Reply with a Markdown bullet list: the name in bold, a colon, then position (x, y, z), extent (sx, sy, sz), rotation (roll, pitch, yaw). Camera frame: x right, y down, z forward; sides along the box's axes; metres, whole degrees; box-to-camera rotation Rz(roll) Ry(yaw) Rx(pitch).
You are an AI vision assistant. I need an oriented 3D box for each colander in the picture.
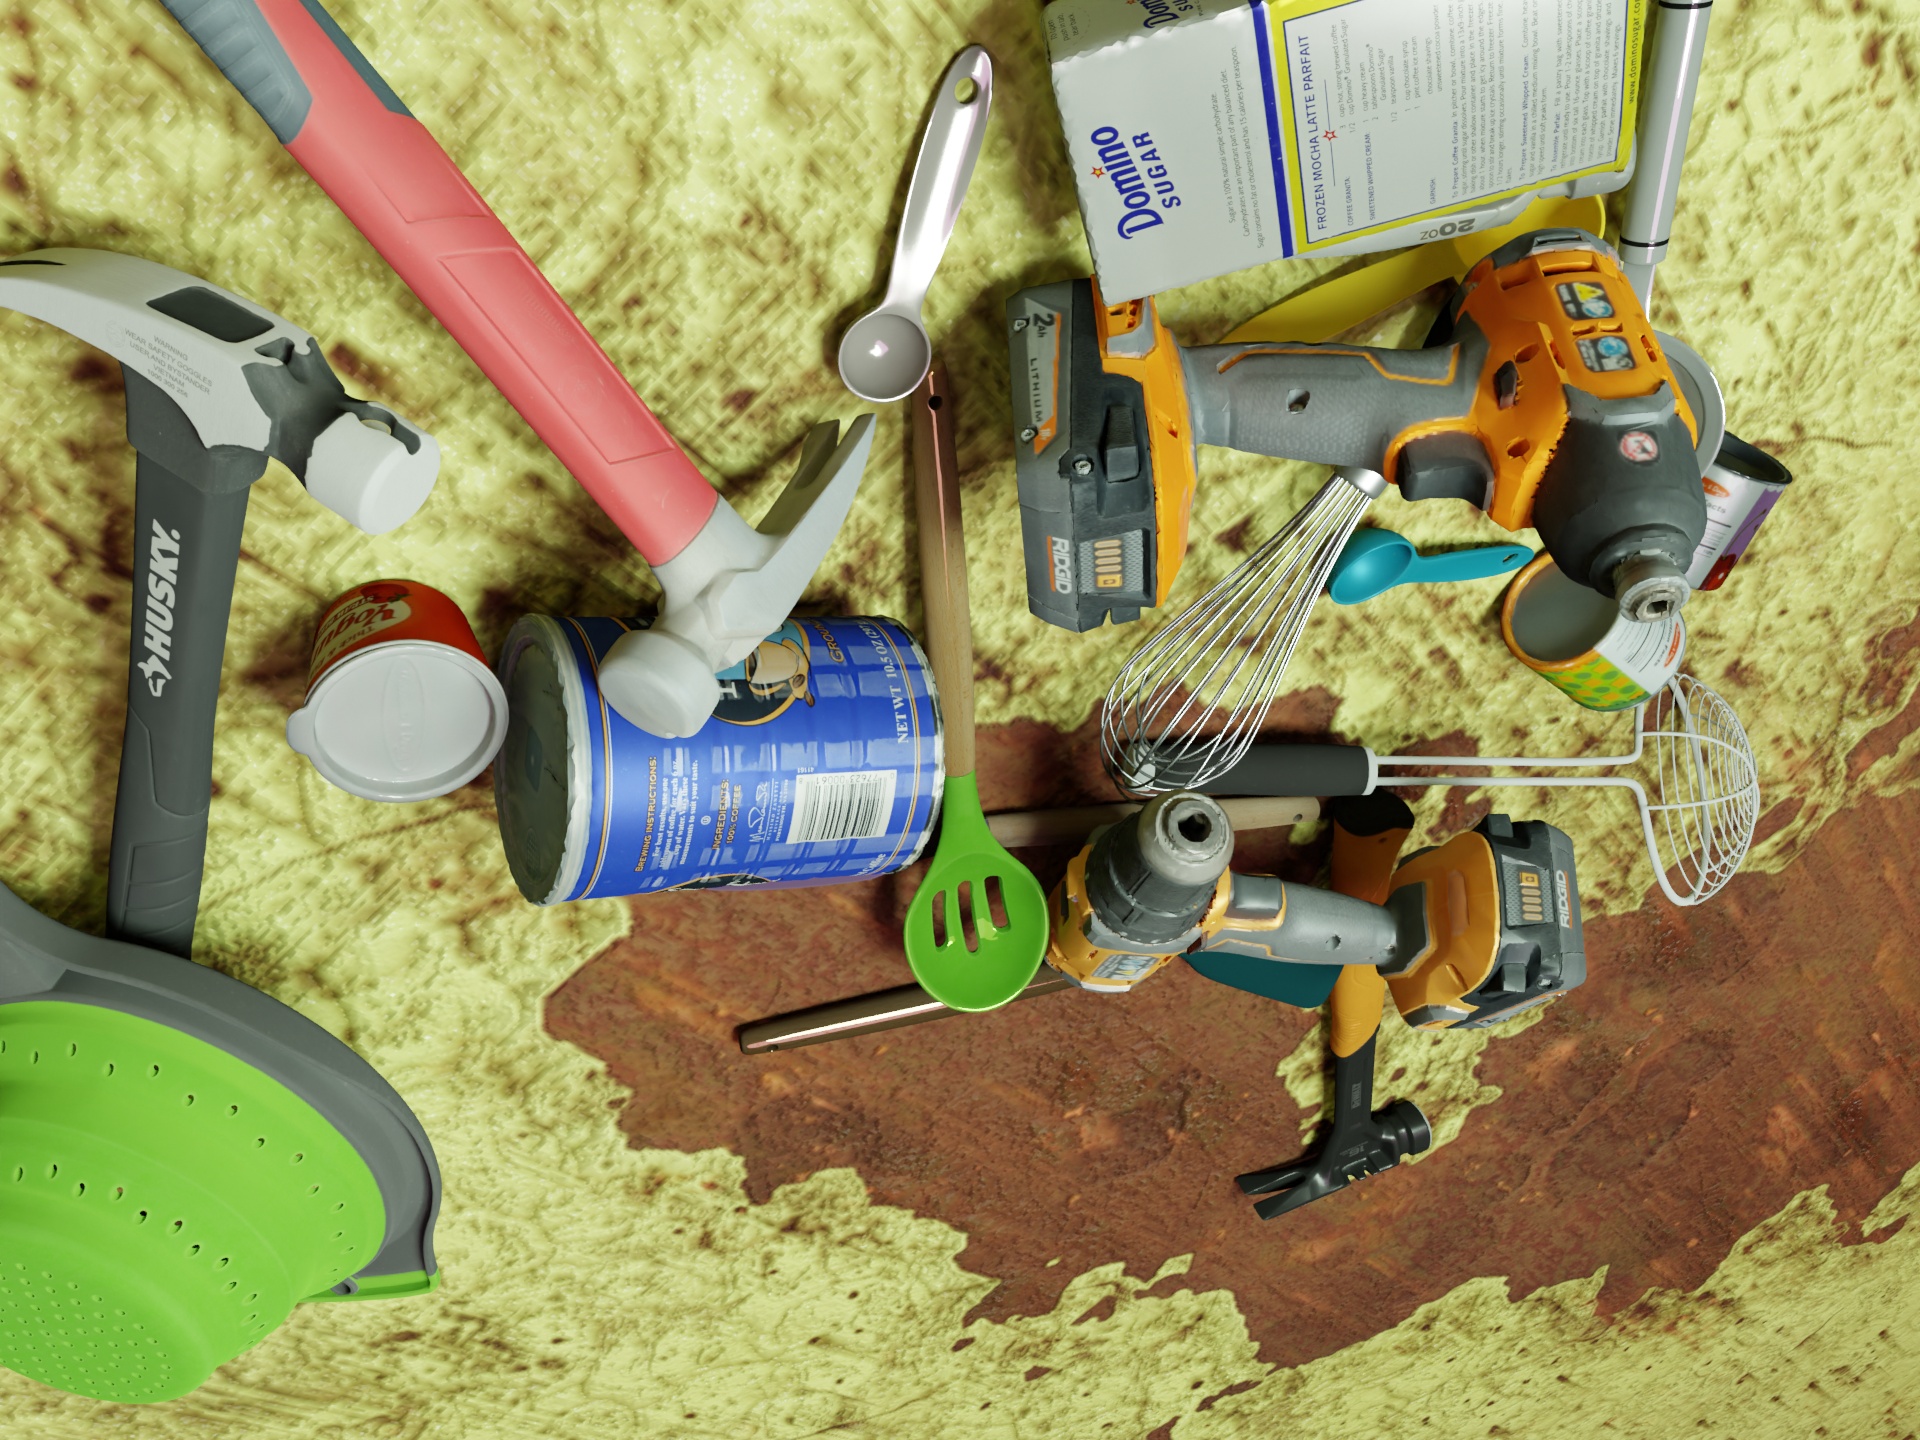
- **colander**: position (-0.334, 0.119, 0.537), extent (0.204, 0.095, 0.396), rotation (-10, 126, 20)

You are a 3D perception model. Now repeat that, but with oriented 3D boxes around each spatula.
- **spatula**: position (0.046, 0.137, 0.806), extent (0.317, 0.044, 0.082), rotation (-9, 135, -17)
- **spatula**: position (0.035, 0.049, 0.746), extent (0.315, 0.018, 0.059), rotation (-2, 126, -23)

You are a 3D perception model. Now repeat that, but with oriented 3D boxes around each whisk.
- **whisk**: position (0.151, -0.080, 0.675), extent (0.070, 0.070, 0.284), rotation (25, 108, -37)

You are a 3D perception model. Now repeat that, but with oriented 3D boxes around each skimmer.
- **skimmer**: position (0.249, 0.031, 0.808), extent (0.363, 0.127, 0.090), rotation (1, 170, -12)

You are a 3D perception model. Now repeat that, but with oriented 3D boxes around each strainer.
- **strainer**: position (0.282, -0.188, 0.657), extent (0.087, 0.050, 0.258), rotation (11, 128, 22)

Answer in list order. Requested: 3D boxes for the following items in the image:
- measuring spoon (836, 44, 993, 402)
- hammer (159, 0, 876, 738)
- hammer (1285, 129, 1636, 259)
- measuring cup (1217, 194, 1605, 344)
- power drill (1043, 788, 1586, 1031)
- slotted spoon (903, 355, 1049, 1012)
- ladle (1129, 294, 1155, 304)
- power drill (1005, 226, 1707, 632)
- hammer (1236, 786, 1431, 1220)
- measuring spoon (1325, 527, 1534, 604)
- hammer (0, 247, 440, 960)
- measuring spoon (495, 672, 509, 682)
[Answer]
- **measuring spoon**: position (-0.015, -0.171, 0.551), extent (0.034, 0.018, 0.124), rotation (9, 115, -25)
- **hammer**: position (-0.160, -0.172, 0.442), extent (0.385, 0.038, 0.143), rotation (52, 52, -34)
- **hammer**: position (0.143, -0.299, 0.454), extent (0.149, 0.037, 0.358), rotation (-9, 138, 2)
- **measuring cup**: position (0.173, -0.167, 0.625), extent (0.156, 0.062, 0.029), rotation (-22, 160, 9)
- **power drill**: position (0.159, 0.081, 0.714), extent (0.226, 0.084, 0.185), rotation (5, 157, -5)
- **slotted spoon**: position (-0.001, -0.002, 0.668), extent (0.070, 0.031, 0.313), rotation (-14, 125, -14)
- **ladle**: position (0.052, -0.273, 0.486), extent (0.078, 0.062, 0.319), rotation (-29, 142, -22)
- **power drill**: position (0.132, -0.091, 0.545), extent (0.226, 0.164, 0.084), rotation (-5, 140, 3)
- **hammer**: position (0.222, 0.169, 0.921), extent (0.127, 0.034, 0.336), rotation (-20, 132, -11)
- **measuring spoon**: position (0.217, -0.077, 0.735), extent (0.128, 0.021, 0.042), rotation (-7, 146, -32)
- **hammer**: position (-0.266, 0.004, 0.525), extent (0.146, 0.035, 0.334), rotation (32, 128, 5)
- **measuring spoon**: position (-0.137, 0.003, 0.635), extent (0.116, 0.011, 0.021), rotation (21, 107, -40)
